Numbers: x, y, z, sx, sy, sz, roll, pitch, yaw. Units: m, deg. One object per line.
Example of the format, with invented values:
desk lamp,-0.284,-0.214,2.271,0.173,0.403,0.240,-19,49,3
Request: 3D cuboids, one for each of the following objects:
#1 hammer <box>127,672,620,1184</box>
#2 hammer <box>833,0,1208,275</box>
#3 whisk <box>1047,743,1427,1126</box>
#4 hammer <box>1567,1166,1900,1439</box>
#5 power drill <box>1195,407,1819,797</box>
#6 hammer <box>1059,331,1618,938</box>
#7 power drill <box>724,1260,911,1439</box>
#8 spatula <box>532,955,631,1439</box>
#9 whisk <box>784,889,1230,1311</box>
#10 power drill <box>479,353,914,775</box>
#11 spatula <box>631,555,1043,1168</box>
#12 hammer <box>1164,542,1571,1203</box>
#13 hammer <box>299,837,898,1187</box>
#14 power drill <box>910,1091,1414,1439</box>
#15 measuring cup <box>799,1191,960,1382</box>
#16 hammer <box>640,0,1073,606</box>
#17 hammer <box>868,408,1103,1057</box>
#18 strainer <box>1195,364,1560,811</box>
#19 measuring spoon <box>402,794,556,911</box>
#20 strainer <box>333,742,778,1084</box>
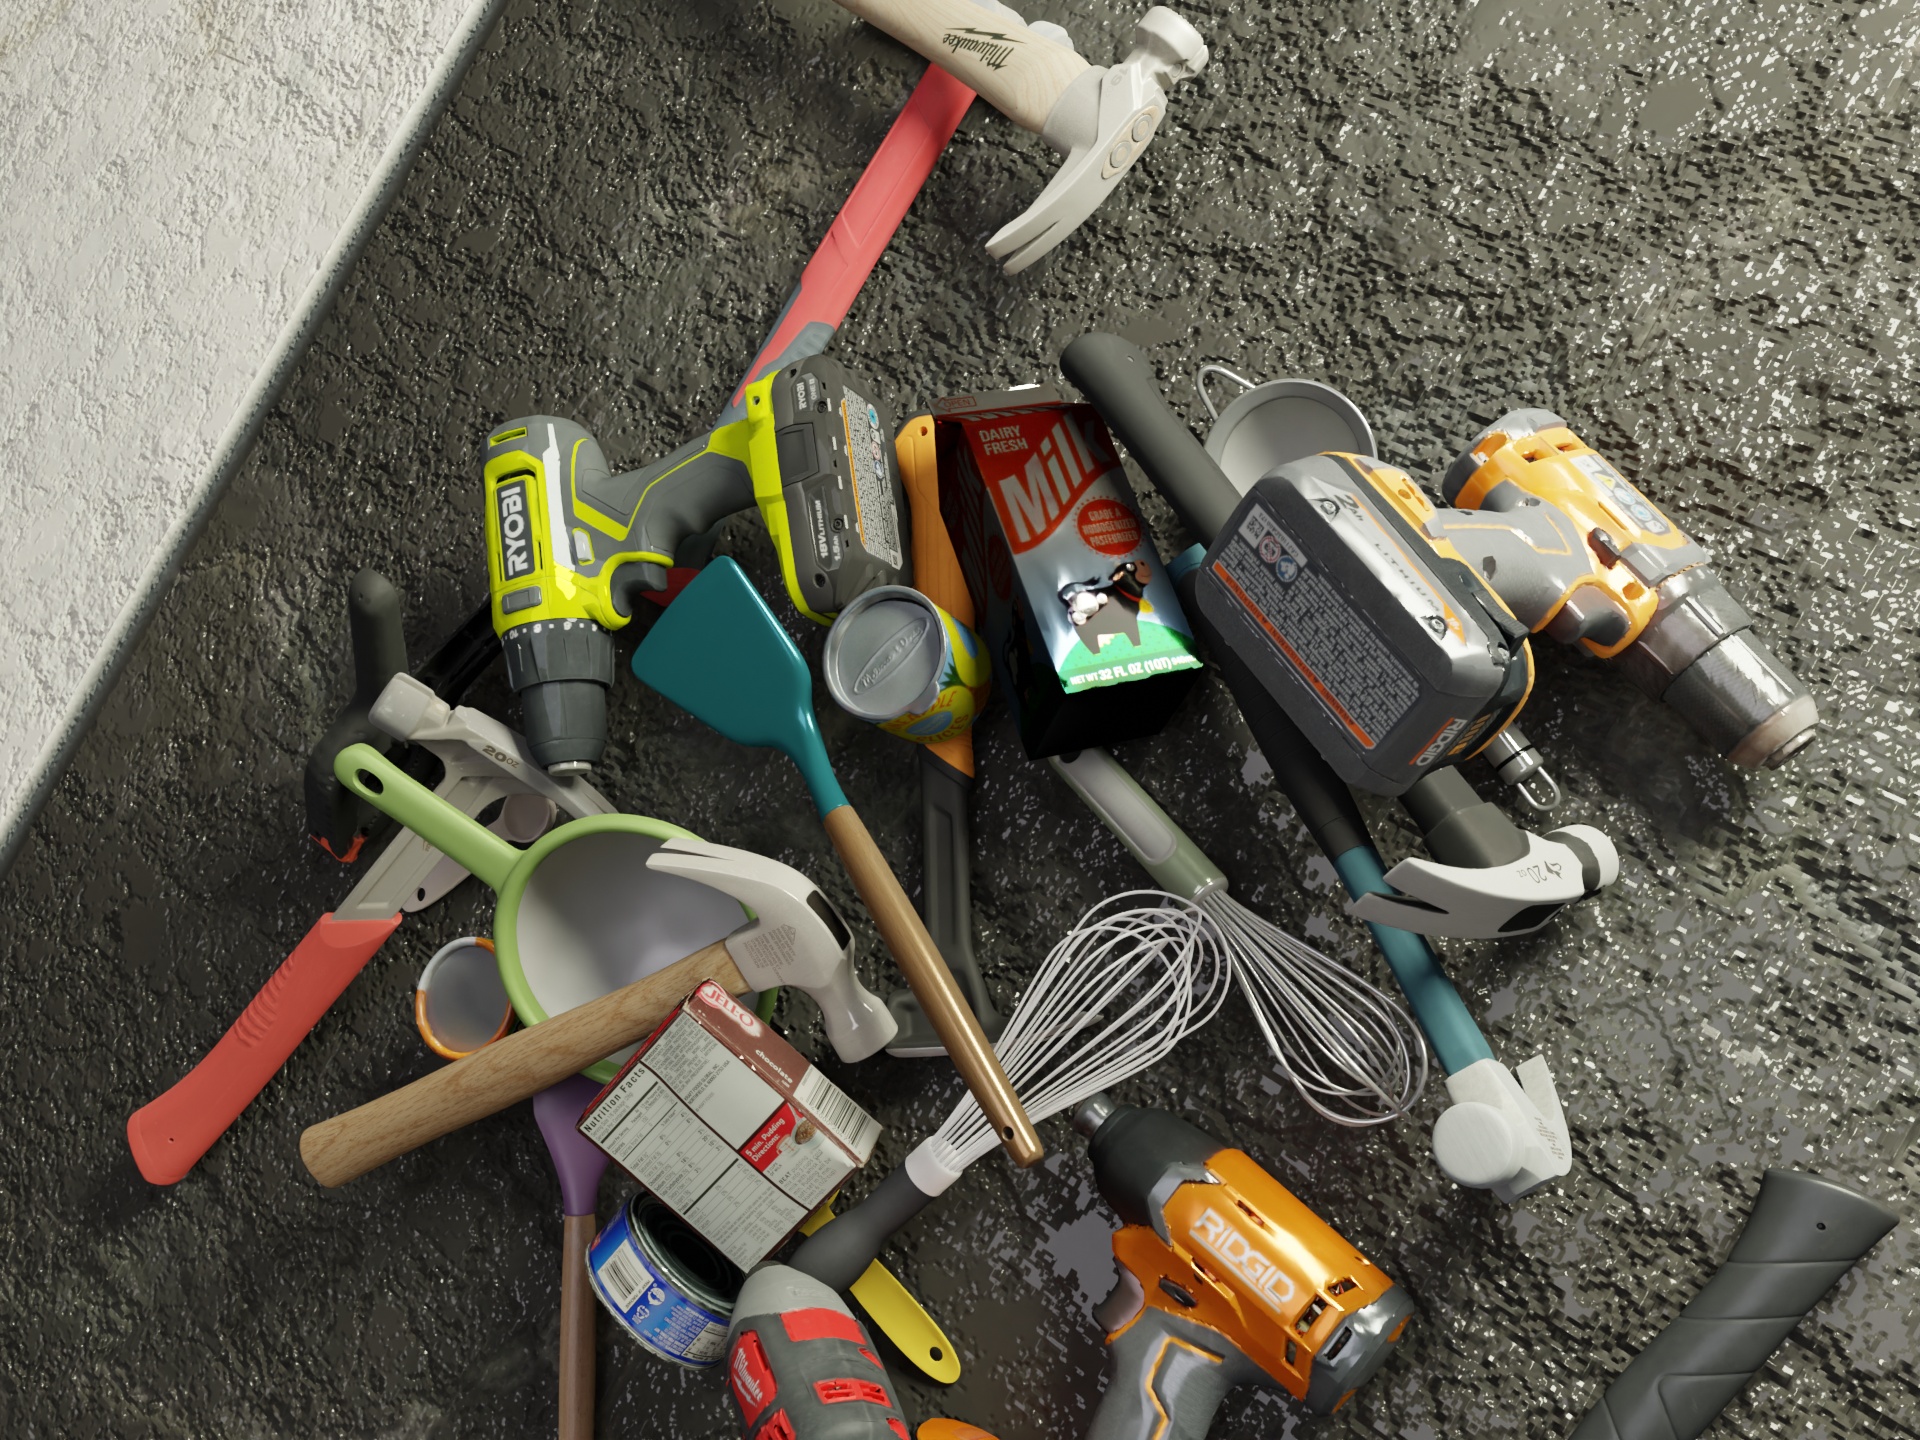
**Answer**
hammer,-0.350,0.141,0.897,0.359,0.149,0.037,-47,21,16
hammer,-0.053,-0.402,0.891,0.146,0.038,0.411,-50,61,7
whisk,0.118,0.086,0.726,0.058,0.059,0.247,-45,59,5
hammer,0.220,0.338,0.624,0.149,0.036,0.409,41,94,25
power drill,0.226,-0.038,0.630,0.185,0.226,0.084,54,138,24
hammer,0.139,-0.049,0.690,0.335,0.146,0.035,57,131,25
power drill,-0.091,0.351,0.683,0.143,0.078,0.219,39,113,63
spatula,-0.194,0.281,0.818,0.059,0.018,0.316,4,78,-22
whisk,0.010,0.181,0.713,0.284,0.070,0.070,-47,64,17
power drill,-0.146,-0.082,0.827,0.228,0.080,0.191,-13,78,21
spatula,-0.053,0.063,0.720,0.082,0.044,0.318,-45,60,22
hammer,0.165,0.048,0.688,0.033,0.128,0.331,-35,56,20
hammer,-0.200,0.160,0.789,0.331,0.031,0.130,-26,100,18
power drill,0.062,0.282,0.684,0.164,0.084,0.226,38,90,29
measuring cup,-0.052,0.255,0.773,0.156,0.029,0.062,46,101,14
hammer,-0.092,-0.243,0.905,0.143,0.038,0.386,31,90,28
hammer,-0.001,-0.003,0.807,0.127,0.034,0.337,-9,73,22
strainer,0.193,-0.064,0.737,0.087,0.050,0.259,-42,70,27
measuring spoon,-0.277,0.077,0.919,0.124,0.018,0.034,-35,68,19
strainer,-0.201,0.082,0.820,0.256,0.069,0.151,33,110,3
